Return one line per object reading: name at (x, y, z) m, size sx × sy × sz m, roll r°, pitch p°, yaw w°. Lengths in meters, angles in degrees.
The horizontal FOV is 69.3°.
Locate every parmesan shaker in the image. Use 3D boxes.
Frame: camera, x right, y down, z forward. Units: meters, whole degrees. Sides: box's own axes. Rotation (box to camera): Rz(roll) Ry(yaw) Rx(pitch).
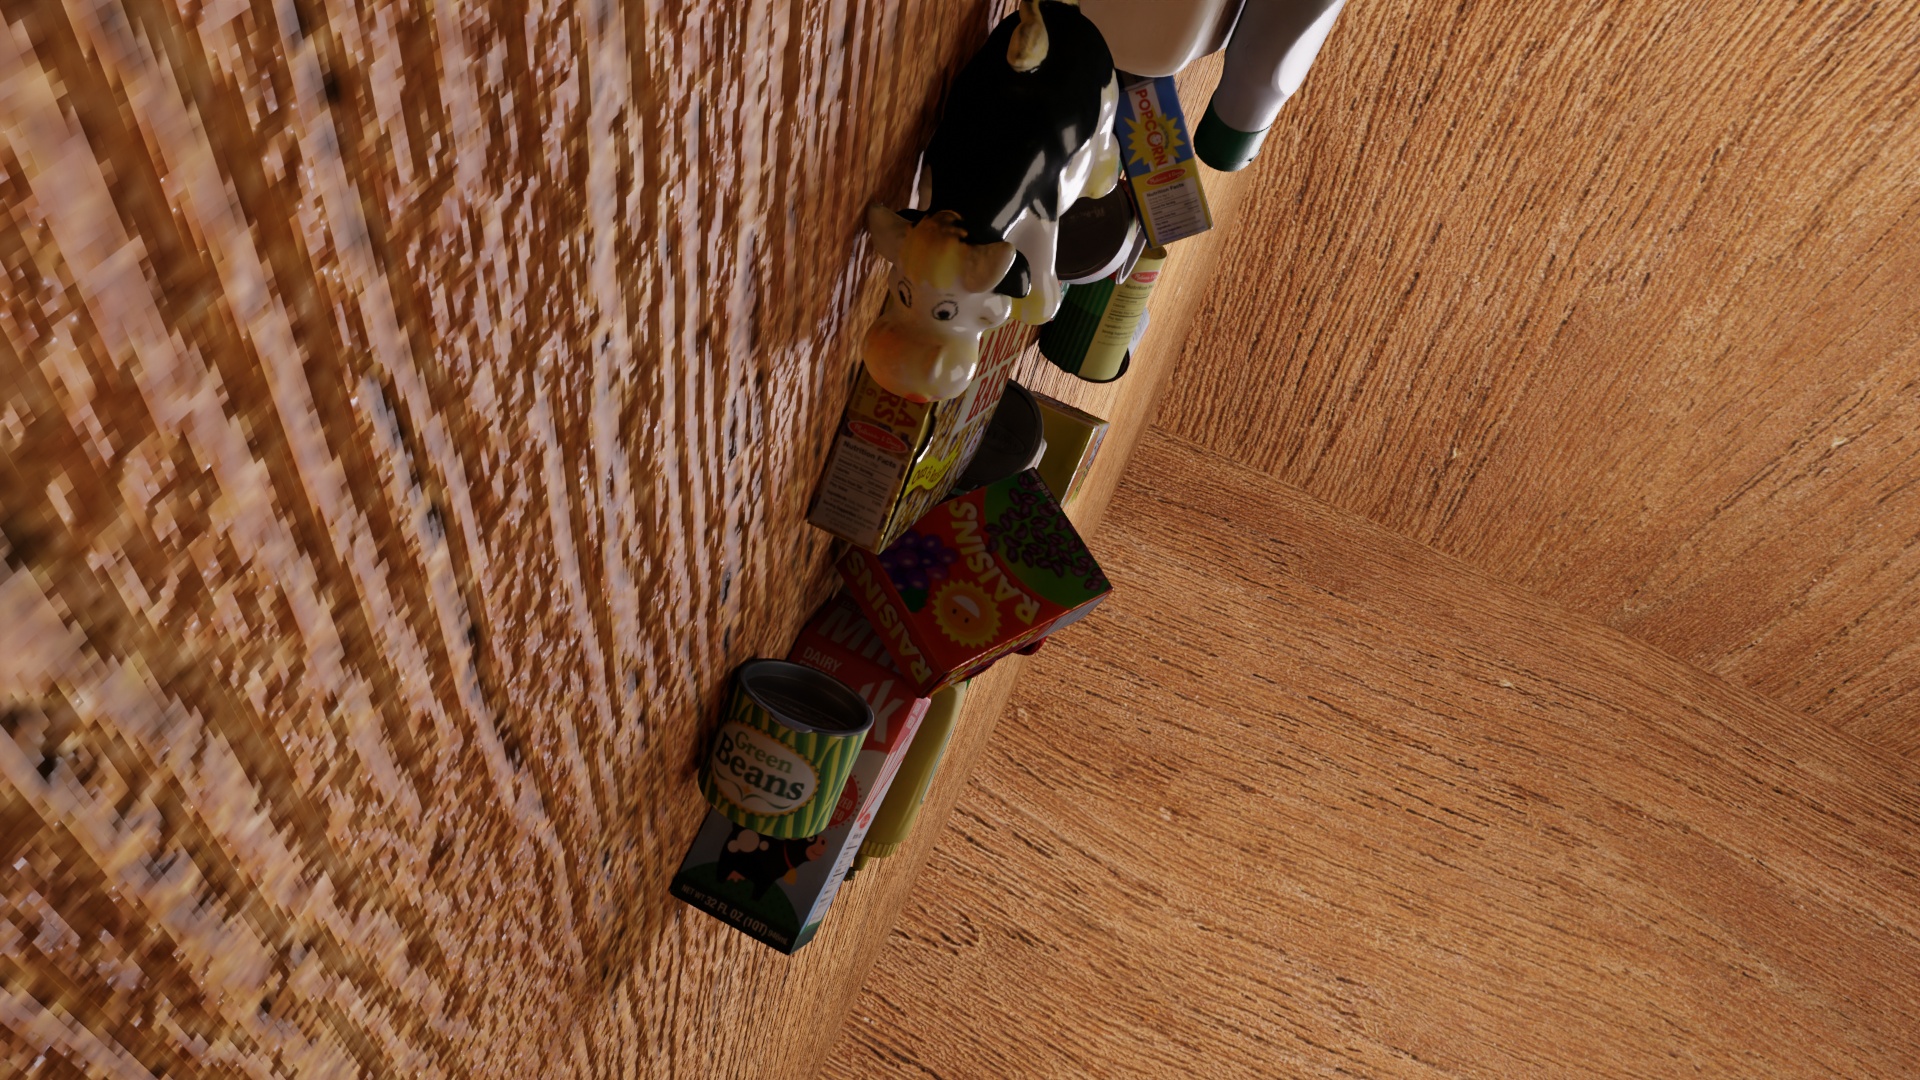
parmesan shaker at (0.103, -0.181, 1.044) m, size 0.102 × 0.071 × 0.072 m, roll -68°, pitch 172°, yaw 30°

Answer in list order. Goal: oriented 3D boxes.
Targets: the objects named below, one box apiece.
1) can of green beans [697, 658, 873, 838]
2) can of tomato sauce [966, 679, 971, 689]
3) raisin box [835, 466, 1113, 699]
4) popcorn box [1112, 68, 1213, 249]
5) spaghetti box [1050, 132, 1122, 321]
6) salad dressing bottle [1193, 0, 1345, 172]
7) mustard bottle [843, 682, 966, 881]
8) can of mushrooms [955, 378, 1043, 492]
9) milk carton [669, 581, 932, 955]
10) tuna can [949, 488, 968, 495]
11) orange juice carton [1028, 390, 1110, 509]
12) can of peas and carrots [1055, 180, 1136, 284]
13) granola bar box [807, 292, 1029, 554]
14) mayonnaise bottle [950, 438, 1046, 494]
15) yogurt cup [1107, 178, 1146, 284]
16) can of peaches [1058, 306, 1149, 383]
can of green beans at (-0.081, 0.096, 0.643) m, size 0.057 × 0.071 × 0.071 m, roll -67°, pitch 172°, yaw 15°
can of tomato sauce at (-0.023, 0.095, 1.049) m, size 0.082 × 0.071 × 0.071 m, roll -67°, pitch 172°, yaw 18°
raisin box at (0.009, 0.020, 0.740) m, size 0.124 × 0.086 × 0.040 m, roll -23°, pitch 165°, yaw -36°
popcorn box at (0.107, -0.221, 0.771) m, size 0.127 × 0.038 × 0.085 m, roll -81°, pitch 152°, yaw -64°
spaghetti box at (0.093, -0.255, 0.860) m, size 0.249 × 0.029 × 0.050 m, roll -66°, pitch 172°, yaw 4°
salad dressing bottle at (0.159, -0.250, 0.724) m, size 0.064 × 0.044 × 0.147 m, roll -50°, pitch 172°, yaw -22°
mustard bottle at (-0.043, 0.153, 0.899) m, size 0.065 × 0.049 × 0.159 m, roll -71°, pitch -178°, yaw -76°
can of mushrooms at (0.013, -0.059, 0.802) m, size 0.071 × 0.071 × 0.033 m, roll -64°, pitch 174°, yaw -8°
milk carton at (-0.073, 0.116, 0.746) m, size 0.191 × 0.072 × 0.073 m, roll -63°, pitch 172°, yaw -9°
tuna can at (0.003, -0.058, 0.858) m, size 0.071 × 0.033 × 0.071 m, roll -63°, pitch 172°, yaw -15°
orange juice carton at (0.070, -0.075, 1.114) m, size 0.193 × 0.073 × 0.071 m, roll -30°, pitch 144°, yaw -78°
can of peas and carrots at (0.061, -0.177, 0.764) m, size 0.059 × 0.071 × 0.070 m, roll -33°, pitch 148°, yaw -77°
granola bar box at (-0.011, -0.074, 0.685) m, size 0.166 × 0.039 × 0.123 m, roll -46°, pitch 159°, yaw -69°
mayonnaise bottle at (0.003, -0.012, 0.925) m, size 0.148 × 0.041 × 0.065 m, roll -65°, pitch -149°, yaw 7°
yogurt cup at (0.097, -0.212, 0.928) m, size 0.072 × 0.054 × 0.072 m, roll -63°, pitch 172°, yaw -15°
can of peaches at (0.117, -0.174, 1.164) m, size 0.070 × 0.071 × 0.058 m, roll 106°, pitch 11°, yaw -49°
